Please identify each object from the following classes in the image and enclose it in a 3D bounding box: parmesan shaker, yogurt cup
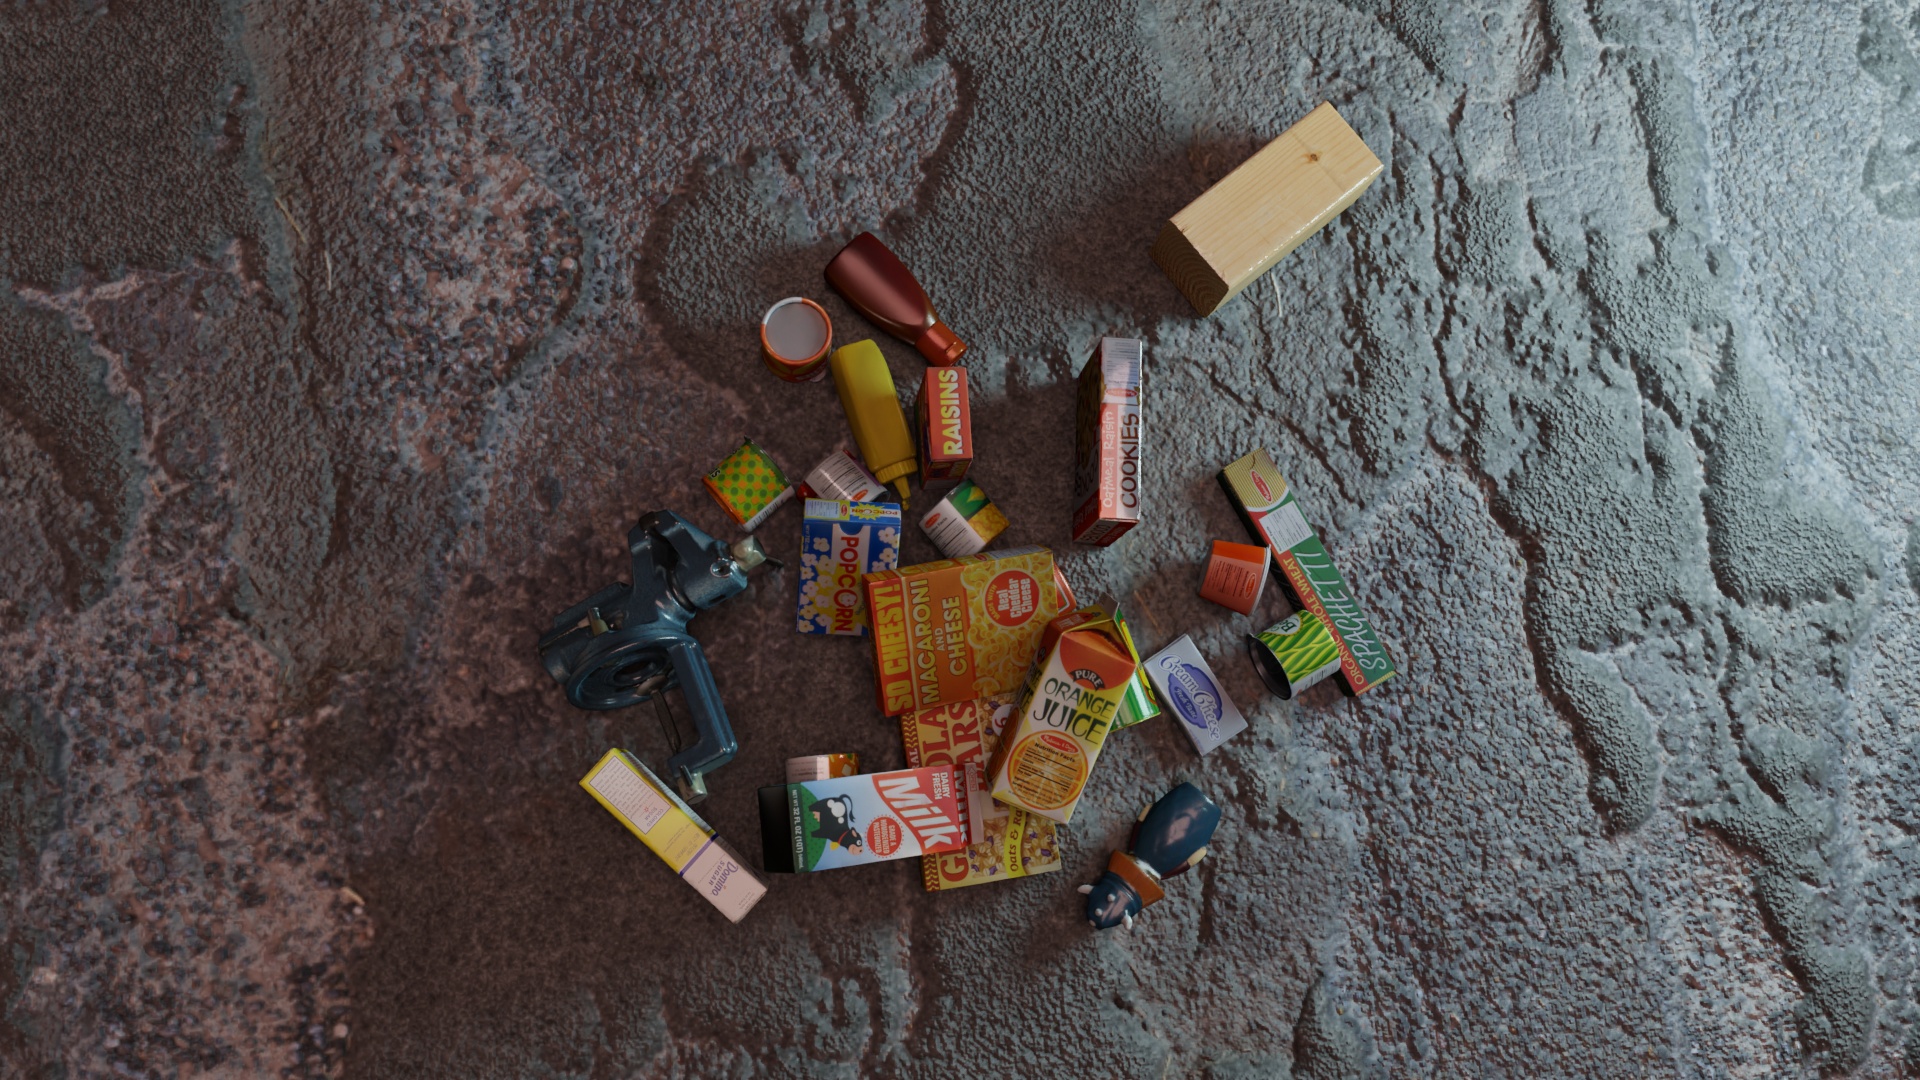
[{"bbox_3d":[0.134,0.120,1.263,0.071,0.071,0.103,-19,82,-10],"label":"parmesan shaker"},{"bbox_3d":[0.254,0.033,1.299,0.054,0.072,0.072,16,78,5],"label":"yogurt cup"}]

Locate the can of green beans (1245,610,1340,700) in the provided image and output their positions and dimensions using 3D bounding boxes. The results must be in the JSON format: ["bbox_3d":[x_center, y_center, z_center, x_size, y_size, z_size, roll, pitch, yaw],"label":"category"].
[{"bbox_3d":[0.310,0.106,1.290,0.058,0.071,0.071,-28,84,-11],"label":"can of green beans"}]

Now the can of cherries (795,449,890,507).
[{"bbox_3d":[-0.108,-0.040,1.267,0.071,0.071,0.058,-44,81,-12],"label":"can of cherries"}]

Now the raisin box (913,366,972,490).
[{"bbox_3d":[-0.017,-0.100,1.260,0.040,0.123,0.086,-2,81,-8],"label":"raisin box"}]

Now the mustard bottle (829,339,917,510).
[{"bbox_3d":[-0.074,-0.104,1.287,0.049,0.065,0.160,-20,89,-14],"label":"mustard bottle"}]

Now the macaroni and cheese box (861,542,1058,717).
[{"bbox_3d":[0.003,0.078,1.221,0.167,0.040,0.123,-10,102,-16],"label":"macaroni and cheese box"}]

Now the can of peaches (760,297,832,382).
[{"bbox_3d":[-0.151,-0.185,1.293,0.071,0.058,0.071,1,79,-6],"label":"can of peaches"}]

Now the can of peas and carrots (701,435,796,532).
[{"bbox_3d":[-0.194,-0.051,1.258,0.059,0.071,0.071,-42,87,-11],"label":"can of peas and carrots"}]

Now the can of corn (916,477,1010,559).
[{"bbox_3d":[0.005,-0.016,1.277,0.071,0.071,0.058,-41,87,-12],"label":"can of corn"}]

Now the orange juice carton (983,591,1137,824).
[{"bbox_3d":[0.092,0.136,1.191,0.073,0.072,0.192,23,92,-6],"label":"orange juice carton"}]

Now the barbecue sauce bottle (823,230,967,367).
[{"bbox_3d":[-0.058,-0.222,1.319,0.148,0.043,0.065,44,78,2],"label":"barbecue sauce bottle"}]

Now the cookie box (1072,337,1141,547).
[{"bbox_3d":[0.135,-0.087,1.276,0.040,0.122,0.167,3,79,-5],"label":"cookie box"}]

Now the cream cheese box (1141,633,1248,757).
[{"bbox_3d":[0.215,0.144,1.293,0.053,0.024,0.104,-32,85,-12],"label":"cream cheese box"}]

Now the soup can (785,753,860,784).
[{"bbox_3d":[-0.117,0.231,1.217,0.071,0.071,0.084,-3,79,-7],"label":"soup can"}]

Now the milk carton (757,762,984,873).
[{"bbox_3d":[-0.066,0.230,1.161,0.191,0.073,0.072,-1,79,-29],"label":"milk carton"}]

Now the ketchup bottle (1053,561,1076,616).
[{"bbox_3d":[0.029,0.072,1.274,0.149,0.043,0.064,-30,91,-11],"label":"ketchup bottle"}]

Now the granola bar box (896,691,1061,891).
[{"bbox_3d":[0.015,0.221,1.247,0.124,0.039,0.165,-7,81,-9],"label":"granola bar box"}]

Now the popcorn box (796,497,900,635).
[{"bbox_3d":[-0.100,0.026,1.233,0.085,0.038,0.126,4,124,-6],"label":"popcorn box"}]

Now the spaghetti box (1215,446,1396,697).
[{"bbox_3d":[0.329,0.031,1.325,0.050,0.028,0.250,-28,84,-11],"label":"spaghetti box"}]
